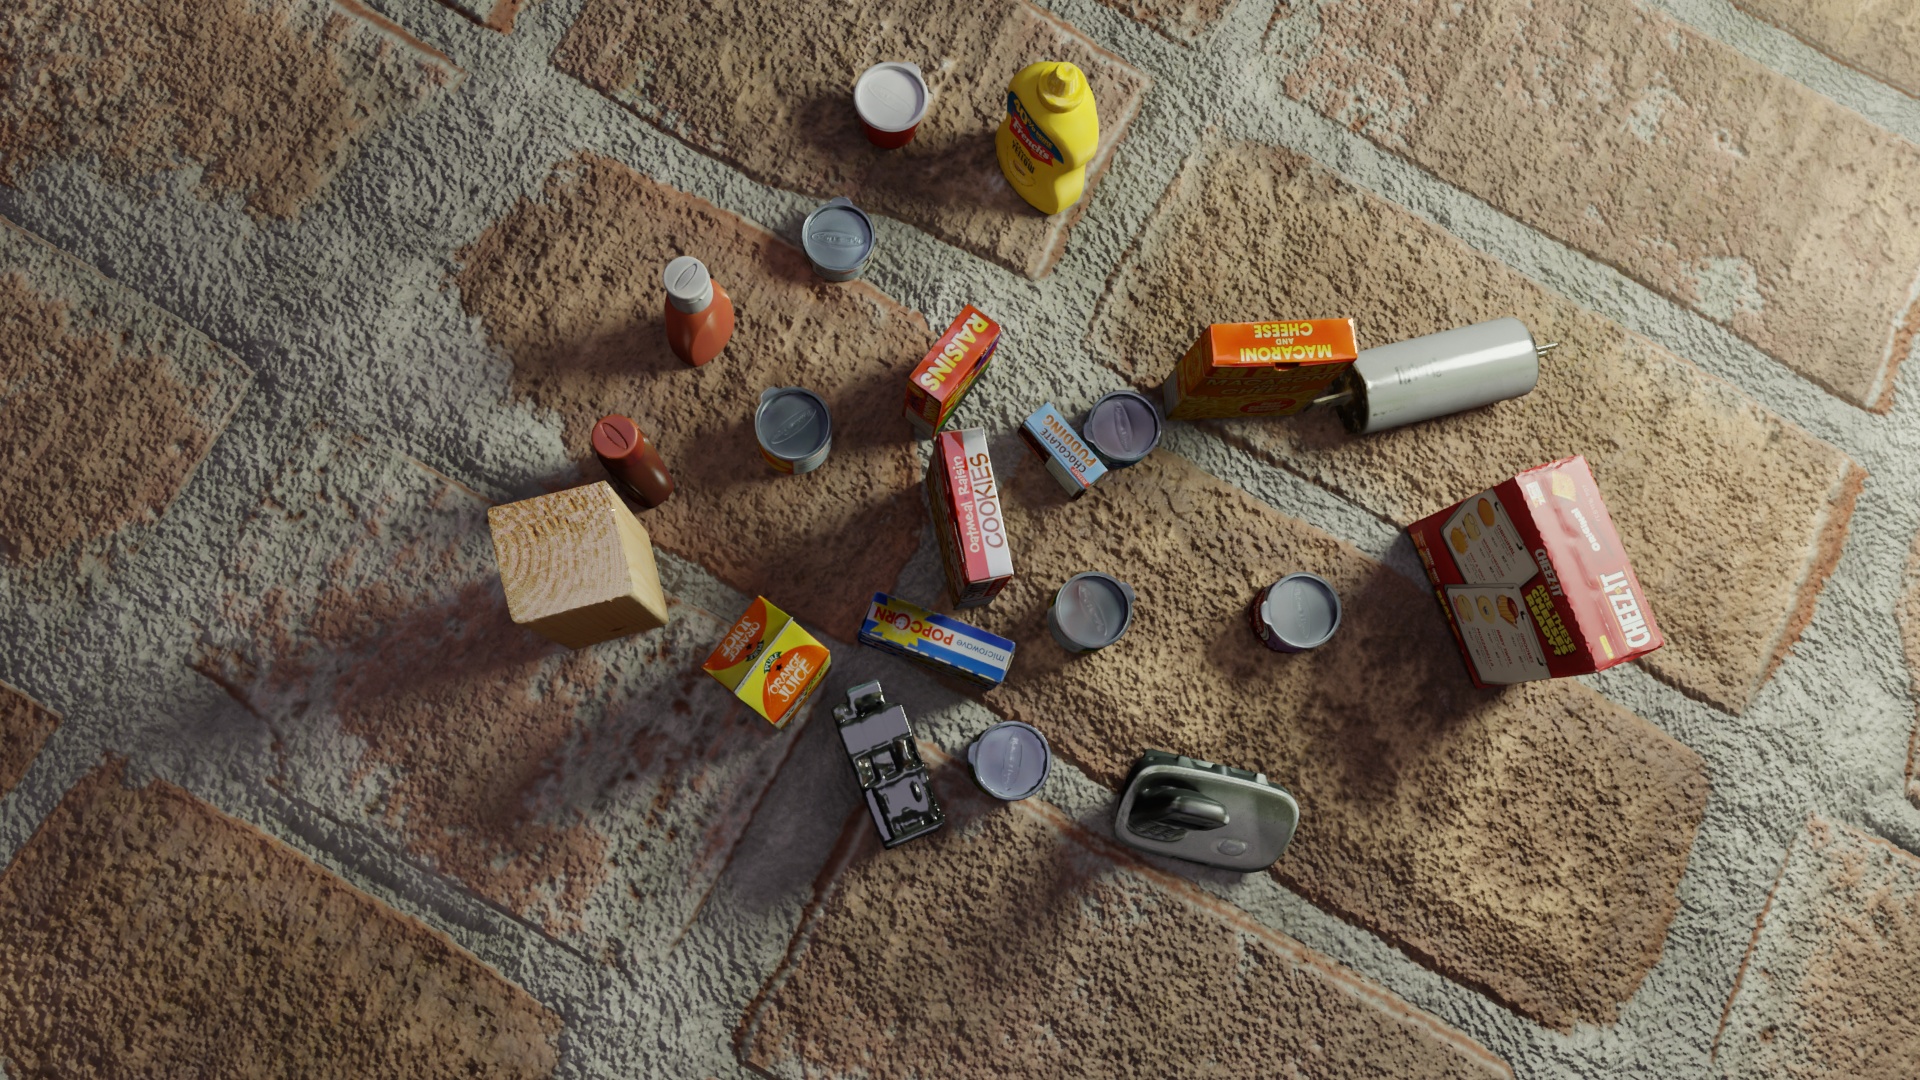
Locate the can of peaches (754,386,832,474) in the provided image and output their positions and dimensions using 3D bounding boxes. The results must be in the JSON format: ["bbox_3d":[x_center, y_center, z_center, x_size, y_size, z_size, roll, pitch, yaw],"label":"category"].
[{"bbox_3d":[-0.147,-0.097,1.215,0.071,0.058,0.071,1,79,-5],"label":"can of peaches"}]

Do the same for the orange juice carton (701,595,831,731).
[{"bbox_3d":[-0.152,0.100,1.109,0.073,0.192,0.072,38,79,2],"label":"orange juice carton"}]

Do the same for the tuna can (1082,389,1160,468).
[{"bbox_3d":[0.143,-0.099,1.254,0.071,0.032,0.071,1,79,-5],"label":"tuna can"}]

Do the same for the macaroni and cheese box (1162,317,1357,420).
[{"bbox_3d":[0.255,-0.145,1.205,0.124,0.166,0.040,-3,80,-6],"label":"macaroni and cheese box"}]

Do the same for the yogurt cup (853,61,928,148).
[{"bbox_3d":[-0.065,-0.398,1.282,0.072,0.054,0.072,1,79,-5],"label":"yogurt cup"}]

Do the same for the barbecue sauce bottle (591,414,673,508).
[{"bbox_3d":[-0.275,-0.069,1.152,0.044,0.148,0.065,-44,86,-11],"label":"barbecue sauce bottle"}]

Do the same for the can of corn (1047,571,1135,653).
[{"bbox_3d":[0.114,0.063,1.208,0.071,0.058,0.071,1,79,-5],"label":"can of corn"}]

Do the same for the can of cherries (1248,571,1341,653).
[{"bbox_3d":[0.291,0.064,1.223,0.071,0.058,0.071,1,79,-5],"label":"can of cherries"}]

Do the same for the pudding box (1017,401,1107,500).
[{"bbox_3d":[0.090,-0.079,1.237,0.030,0.049,0.084,-40,85,-10],"label":"pudding box"}]

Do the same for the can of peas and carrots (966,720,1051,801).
[{"bbox_3d":[0.038,0.187,1.177,0.071,0.058,0.071,1,79,-5],"label":"can of peas and carrots"}]

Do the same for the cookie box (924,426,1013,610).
[{"bbox_3d":[0.004,-0.015,1.157,0.040,0.167,0.123,-11,81,-7],"label":"cookie box"}]

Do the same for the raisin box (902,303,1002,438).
[{"bbox_3d":[-0.009,-0.144,1.203,0.040,0.123,0.086,38,79,2],"label":"raisin box"}]

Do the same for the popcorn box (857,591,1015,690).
[{"bbox_3d":[-0.022,0.087,1.178,0.127,0.085,0.038,21,79,-1],"label":"popcorn box"}]

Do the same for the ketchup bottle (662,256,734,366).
[{"bbox_3d":[-0.225,-0.197,1.181,0.043,0.148,0.065,35,79,2],"label":"ketchup bottle"}]

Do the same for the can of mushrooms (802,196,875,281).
[{"bbox_3d":[-0.110,-0.274,1.265,0.071,0.033,0.071,1,79,-5],"label":"can of mushrooms"}]
